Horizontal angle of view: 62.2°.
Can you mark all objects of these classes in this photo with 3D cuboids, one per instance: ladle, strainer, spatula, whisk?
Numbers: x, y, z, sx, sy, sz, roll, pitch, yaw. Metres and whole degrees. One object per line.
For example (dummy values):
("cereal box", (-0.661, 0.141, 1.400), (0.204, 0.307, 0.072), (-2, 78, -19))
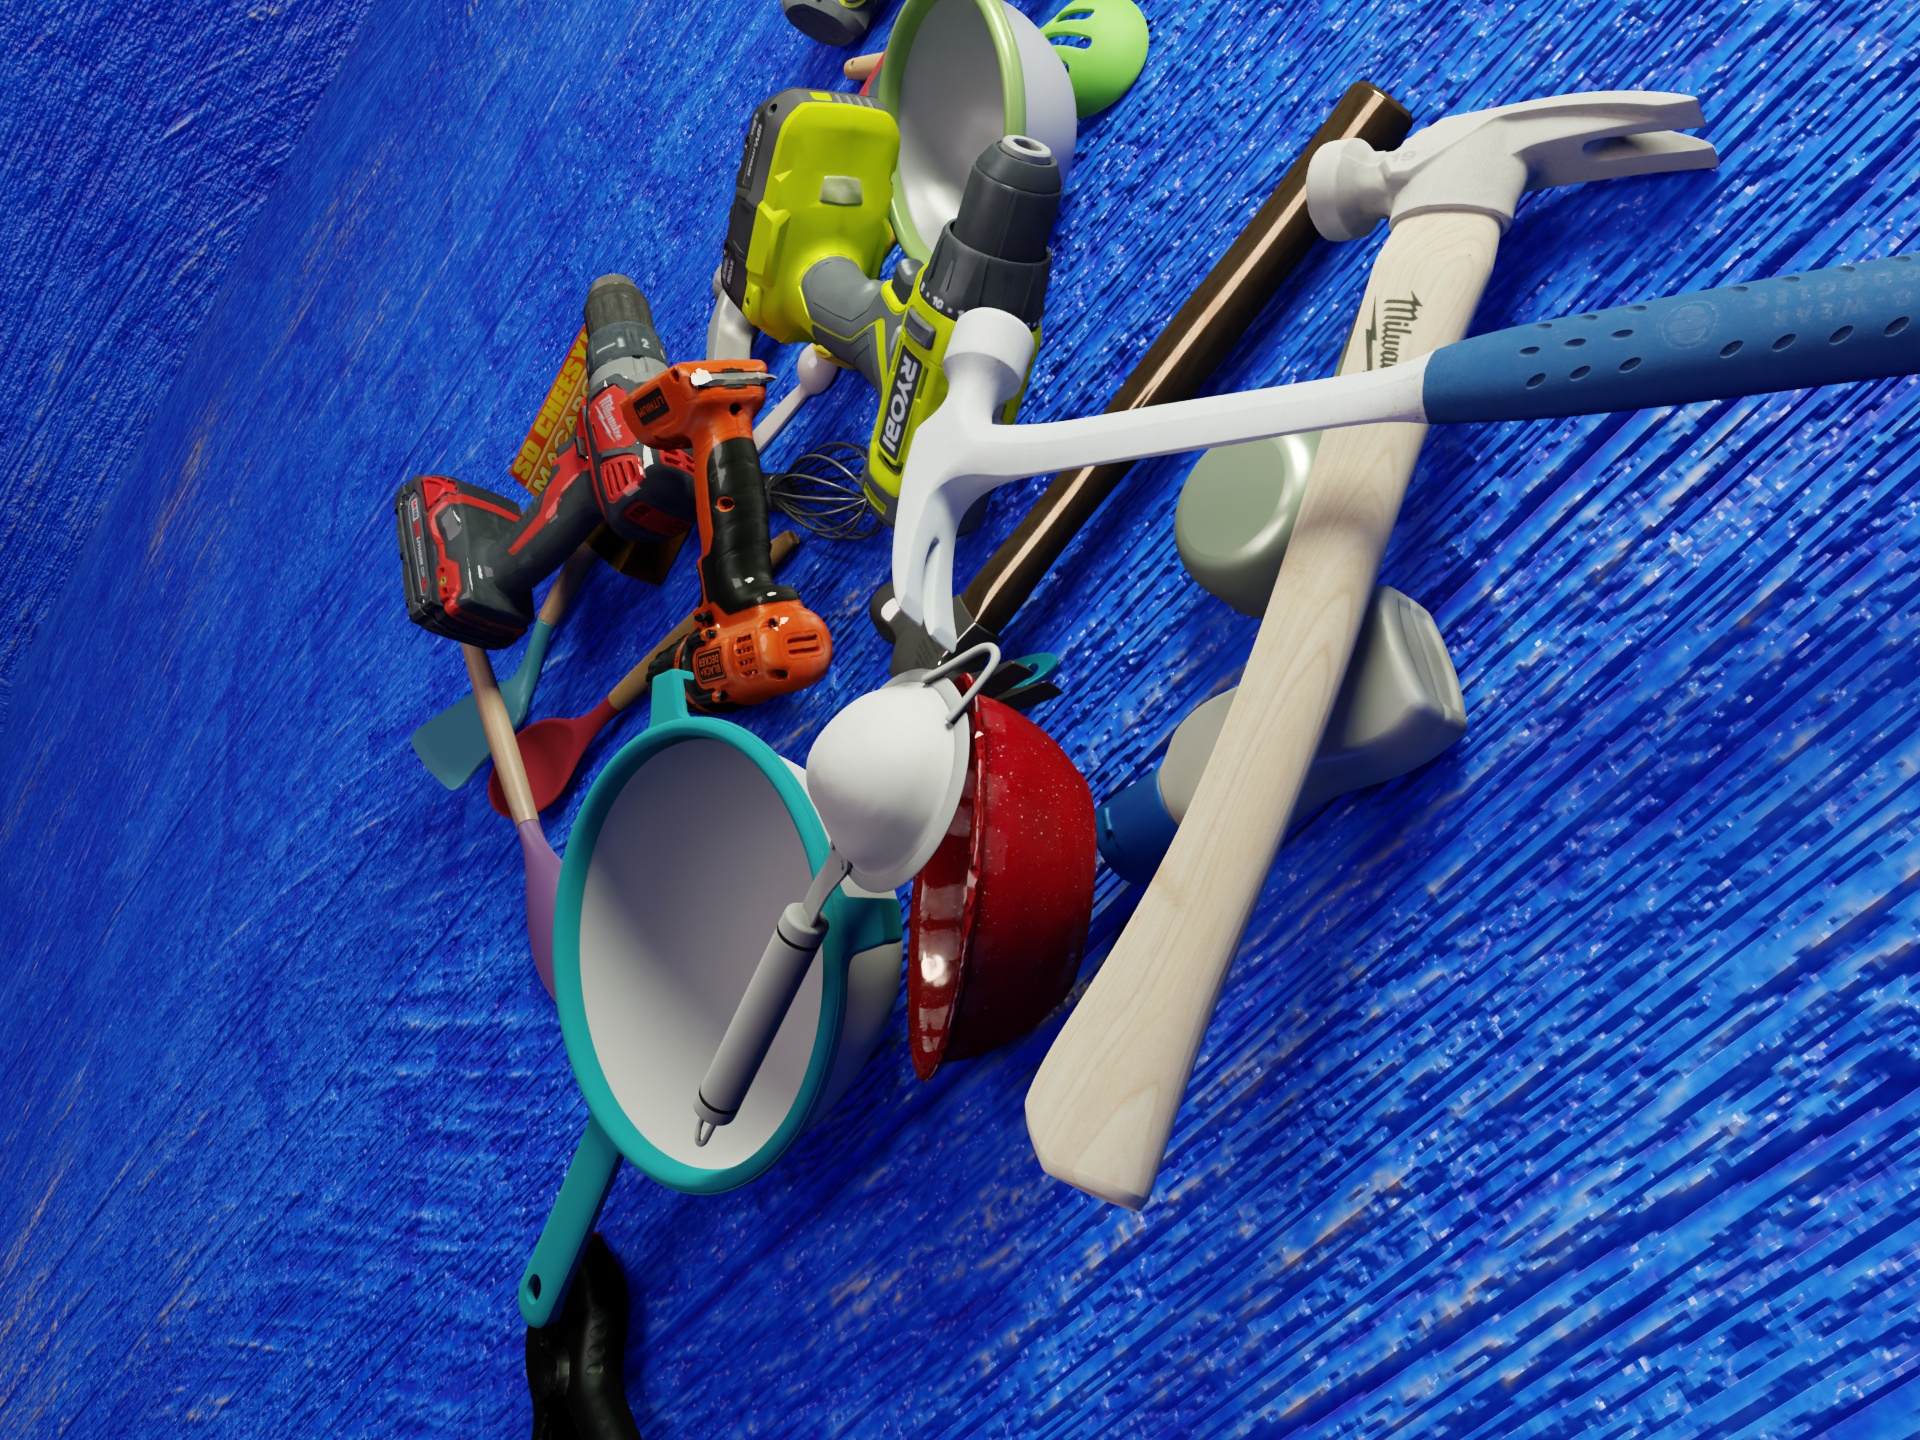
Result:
("ladle", (-0.205, -0.027, 1.013), (0.315, 0.031, 0.069), (-37, 54, 32))
("strainer", (0.028, -0.349, 0.801), (0.152, 0.069, 0.256), (56, 142, 40))
("strainer", (-0.059, 0.074, 0.617), (0.258, 0.050, 0.087), (-63, 34, 25))
("spatula", (-0.292, -0.096, 1.142), (0.082, 0.044, 0.317), (38, 101, 40))
("spatula", (-0.291, 0.050, 1.042), (0.059, 0.018, 0.316), (-45, 55, 28))
("whisk", (-0.108, -0.136, 0.933), (0.239, 0.055, 0.055), (14, 83, 57))
("strainer", (-0.121, 0.159, 0.764), (0.211, 0.095, 0.340), (43, 117, 37))

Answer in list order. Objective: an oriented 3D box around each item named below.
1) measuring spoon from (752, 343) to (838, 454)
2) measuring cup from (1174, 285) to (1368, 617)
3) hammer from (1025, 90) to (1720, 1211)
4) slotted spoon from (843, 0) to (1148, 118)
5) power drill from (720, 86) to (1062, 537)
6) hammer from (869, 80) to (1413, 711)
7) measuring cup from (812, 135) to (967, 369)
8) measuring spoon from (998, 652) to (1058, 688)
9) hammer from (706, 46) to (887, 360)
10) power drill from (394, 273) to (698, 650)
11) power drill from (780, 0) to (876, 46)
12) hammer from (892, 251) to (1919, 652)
("measuring spoon", (-0.118, -0.194, 0.996), (0.124, 0.018, 0.034), (-40, 45, 33))
("measuring cup", (0.136, -0.124, 0.627), (0.083, 0.038, 0.167), (28, 97, 53))
("hammer", (0.126, -0.037, 0.529), (0.146, 0.038, 0.411), (8, 68, 44))
("slotted spoon", (0.004, -0.389, 0.939), (0.314, 0.031, 0.070), (31, 100, 54))
("power drill", (-0.034, -0.227, 0.799), (0.229, 0.080, 0.190), (53, 137, 39))
("hammer", (0.078, -0.132, 0.702), (0.331, 0.031, 0.130), (-51, 36, 18))
("measuring cup", (-0.031, -0.272, 0.924), (0.156, 0.029, 0.062), (-53, 39, 14))
("measuring spoon", (-0.001, -0.002, 0.761), (0.128, 0.021, 0.042), (-22, 43, 33))
("hammer", (-0.043, -0.360, 0.924), (0.386, 0.038, 0.143), (-49, 30, 32))
("power drill", (-0.267, -0.167, 1.036), (0.226, 0.080, 0.188), (-29, 62, 28))
("power drill", (-0.023, -0.537, 1.008), (0.223, 0.080, 0.171), (15, 84, 56))
("hammer", (0.140, -0.099, 0.507), (0.405, 0.035, 0.144), (-1, 62, 39))
